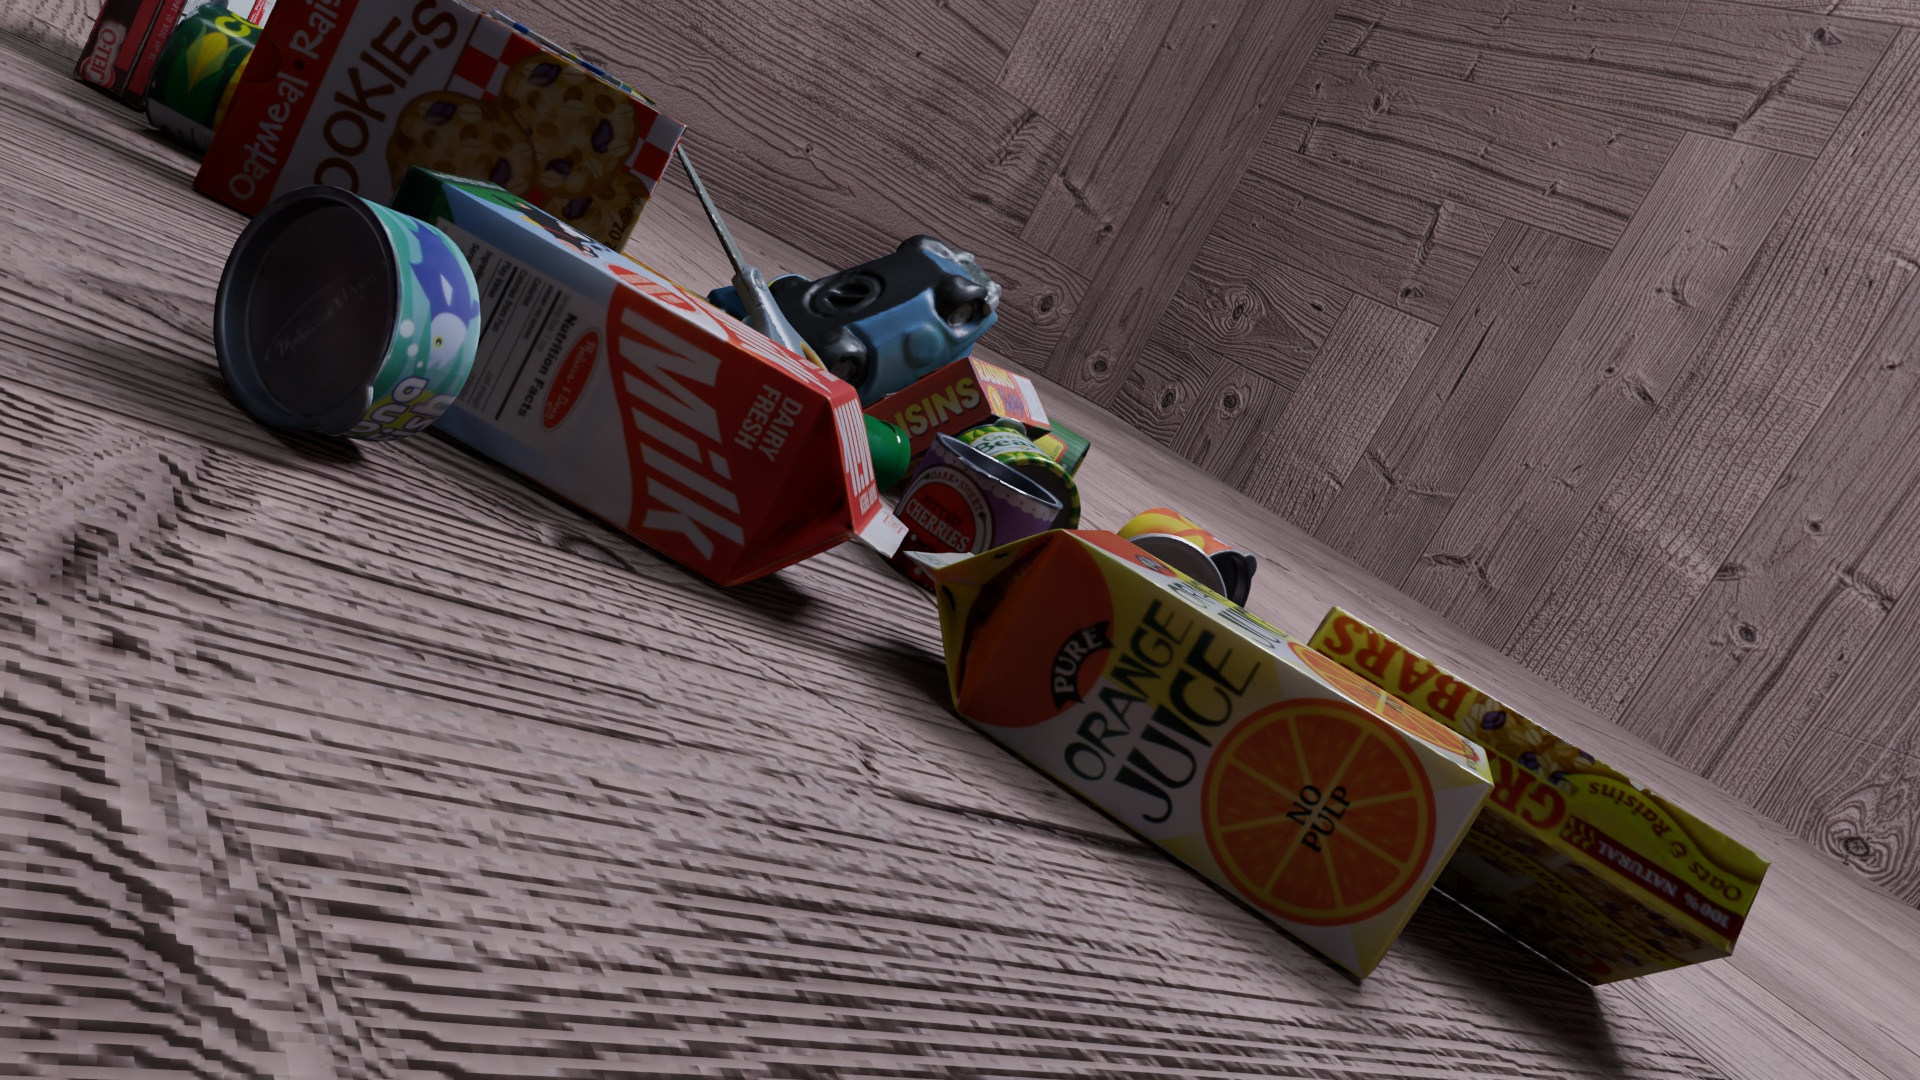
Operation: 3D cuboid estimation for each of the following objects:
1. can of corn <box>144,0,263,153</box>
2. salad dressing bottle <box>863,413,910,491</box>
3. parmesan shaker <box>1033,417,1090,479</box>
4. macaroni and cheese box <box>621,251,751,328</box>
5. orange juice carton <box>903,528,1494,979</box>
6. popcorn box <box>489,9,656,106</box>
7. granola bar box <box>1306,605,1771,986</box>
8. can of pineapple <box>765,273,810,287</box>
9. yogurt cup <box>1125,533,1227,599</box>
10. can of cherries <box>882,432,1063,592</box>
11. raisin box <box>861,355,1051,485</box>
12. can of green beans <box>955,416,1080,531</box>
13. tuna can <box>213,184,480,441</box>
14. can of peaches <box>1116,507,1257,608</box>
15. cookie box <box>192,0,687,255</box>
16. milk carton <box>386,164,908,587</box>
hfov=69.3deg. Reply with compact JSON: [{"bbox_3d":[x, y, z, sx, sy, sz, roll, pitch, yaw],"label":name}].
[{"bbox_3d":[-0.339,-0.213,0.661,0.058,0.071,0.071,28,9,-13],"label":"can of corn"},{"bbox_3d":[-0.084,-0.056,0.668,0.064,0.044,0.147,38,13,37],"label":"salad dressing bottle"},{"bbox_3d":[0.036,-0.071,1.004,0.103,0.071,0.071,30,9,6],"label":"parmesan shaker"},{"bbox_3d":[-0.193,-0.137,0.778,0.167,0.040,0.124,33,9,16],"label":"macaroni and cheese box"},{"bbox_3d":[0.070,0.053,0.464,0.193,0.073,0.072,31,10,16],"label":"orange juice carton"},{"bbox_3d":[-0.223,-0.188,0.697,0.085,0.126,0.038,32,5,13],"label":"popcorn box"},{"bbox_3d":[0.194,0.101,0.529,0.166,0.039,0.123,32,-18,15],"label":"granola bar box"},{"bbox_3d":[-0.113,-0.154,1.011,0.071,0.071,0.058,18,15,-49],"label":"can of pineapple"},{"bbox_3d":[0.091,0.030,0.676,0.072,0.072,0.054,29,1,-3],"label":"yogurt cup"},{"bbox_3d":[0.002,-0.008,0.624,0.071,0.058,0.071,29,10,-5],"label":"can of cherries"},{"bbox_3d":[-0.005,-0.067,0.810,0.040,0.086,0.123,67,17,7],"label":"raisin box"},{"bbox_3d":[0.023,-0.022,0.730,0.071,0.071,0.058,25,11,-25],"label":"can of green beans"},{"bbox_3d":[-0.167,-0.059,0.382,0.071,0.071,0.033,33,9,21],"label":"tuna can"},{"bbox_3d":[0.123,0.021,0.790,0.071,0.071,0.058,20,12,-45],"label":"can of peaches"},{"bbox_3d":[-0.224,-0.170,0.612,0.167,0.122,0.040,26,9,-18],"label":"cookie box"},{"bbox_3d":[-0.103,-0.046,0.472,0.190,0.073,0.072,29,9,-2],"label":"milk carton"}]
